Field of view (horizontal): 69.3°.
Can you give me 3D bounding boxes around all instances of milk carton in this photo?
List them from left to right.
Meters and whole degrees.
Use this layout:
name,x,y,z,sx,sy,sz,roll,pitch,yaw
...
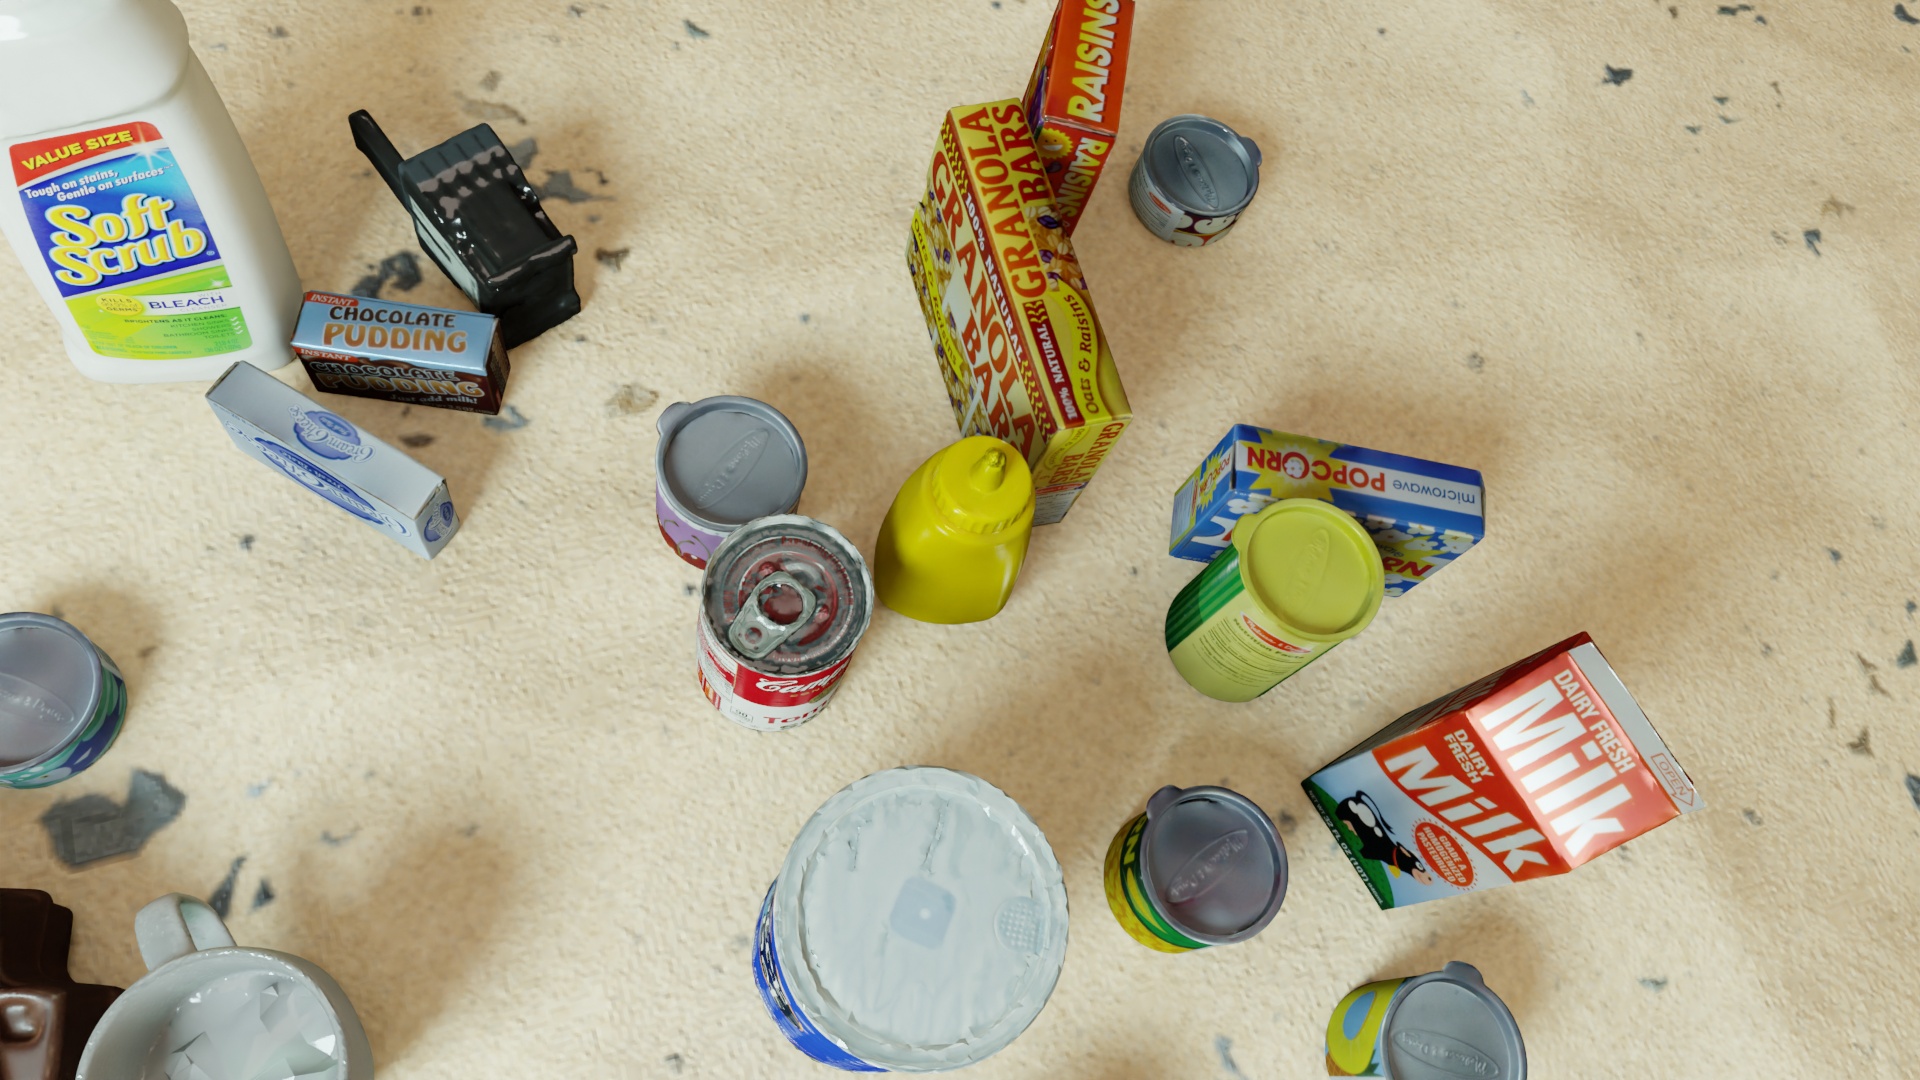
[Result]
name,x,y,z,sx,sy,sz,roll,pitch,yaw
milk carton,0.228,0.098,0.584,0.074,0.189,0.072,-27,77,-20

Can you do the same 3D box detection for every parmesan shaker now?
name,x,y,z,sx,sy,sz,roll,pitch,yaw
parmesan shaker,0.139,0.028,0.641,0.071,0.102,0.071,4,68,-11

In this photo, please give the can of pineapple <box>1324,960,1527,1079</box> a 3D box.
name,x,y,z,sx,sy,sz,roll,pitch,yaw
can of pineapple,0.201,0.222,0.602,0.071,0.057,0.071,4,68,-11

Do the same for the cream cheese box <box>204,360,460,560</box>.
name,x,y,z,sx,sy,sz,roll,pitch,yaw
cream cheese box,-0.270,-0.034,0.604,0.104,0.053,0.024,30,66,1

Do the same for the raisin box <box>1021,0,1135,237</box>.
name,x,y,z,sx,sy,sz,roll,pitch,yaw
raisin box,0.049,-0.205,0.703,0.040,0.123,0.086,13,67,-7

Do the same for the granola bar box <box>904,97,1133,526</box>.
name,x,y,z,sx,sy,sz,roll,pitch,yaw
granola bar box,0.021,-0.101,0.655,0.039,0.123,0.166,-12,72,-16

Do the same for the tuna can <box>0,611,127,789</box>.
name,x,y,z,sx,sy,sz,roll,pitch,yaw
tuna can,-0.374,0.067,0.553,0.071,0.032,0.071,4,68,-11

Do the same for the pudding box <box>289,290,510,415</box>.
name,x,y,z,sx,sy,sz,roll,pitch,yaw
pudding box,-0.252,-0.085,0.630,0.084,0.049,0.030,7,68,-9

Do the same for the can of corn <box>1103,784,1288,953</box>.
name,x,y,z,sx,sy,sz,roll,pitch,yaw
can of corn,0.100,0.144,0.611,0.071,0.058,0.071,4,68,-11

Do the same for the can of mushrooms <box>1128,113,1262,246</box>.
name,x,y,z,sx,sy,sz,roll,pitch,yaw
can of mushrooms,0.130,-0.199,0.767,0.071,0.033,0.071,4,68,-11

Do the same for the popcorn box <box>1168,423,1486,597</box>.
name,x,y,z,sx,sy,sz,roll,pitch,yaw
popcorn box,0.176,-0.012,0.674,0.127,0.085,0.038,10,67,-8

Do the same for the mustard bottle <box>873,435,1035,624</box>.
name,x,y,z,sx,sy,sz,roll,pitch,yaw
mustard bottle,0.002,-0.007,0.594,0.065,0.159,0.049,10,67,-8

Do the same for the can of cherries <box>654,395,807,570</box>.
name,x,y,z,sx,sy,sz,roll,pitch,yaw
can of cherries,-0.107,-0.026,0.633,0.071,0.058,0.072,4,68,-11
